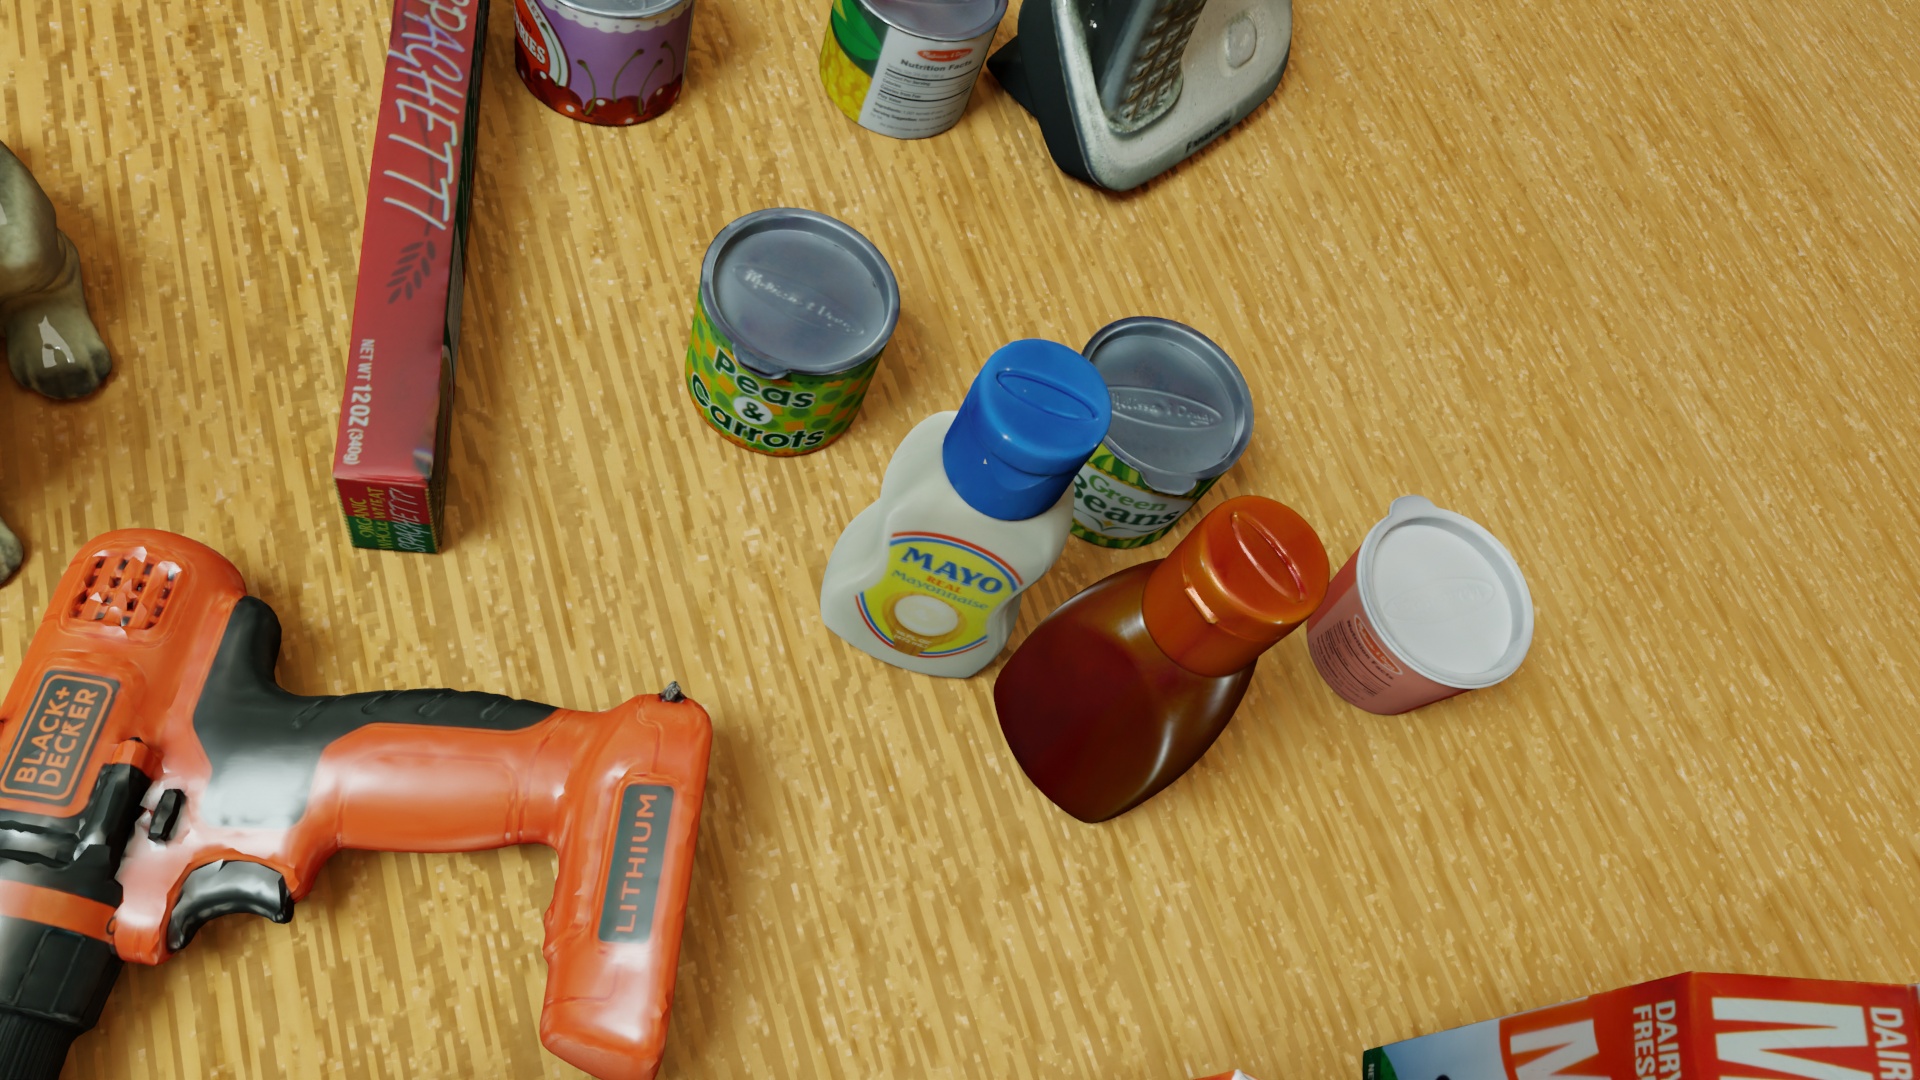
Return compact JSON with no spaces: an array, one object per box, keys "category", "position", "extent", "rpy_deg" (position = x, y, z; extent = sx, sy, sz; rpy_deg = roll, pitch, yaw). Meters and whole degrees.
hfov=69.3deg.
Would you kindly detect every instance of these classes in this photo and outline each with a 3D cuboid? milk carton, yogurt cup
[{"category":"milk carton","position":[0.185,0.164,0.361],"extent":[0.073,0.189,0.072],"rpy_deg":[16,61,-9]},{"category":"yogurt cup","position":[0.162,0.029,0.502],"extent":[0.072,0.053,0.072],"rpy_deg":[7,62,-14]}]

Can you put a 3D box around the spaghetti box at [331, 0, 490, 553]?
[{"category":"spaghetti box","position":[-0.181,-0.118,0.469],"extent":[0.029,0.050,0.251],"rpy_deg":[3,63,-16]}]

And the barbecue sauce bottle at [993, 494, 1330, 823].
[{"category":"barbecue sauce bottle","position":[0.056,0.036,0.410],"extent":[0.044,0.147,0.065],"rpy_deg":[-28,76,-27]}]

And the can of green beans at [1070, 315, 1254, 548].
[{"category":"can of green beans","position":[0.063,-0.038,0.502],"extent":[0.071,0.057,0.071],"rpy_deg":[7,62,-14]}]

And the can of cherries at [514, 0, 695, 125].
[{"category":"can of cherries","position":[-0.136,-0.199,0.520],"extent":[0.071,0.058,0.072],"rpy_deg":[7,62,-14]}]

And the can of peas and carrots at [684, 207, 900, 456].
[{"category":"can of peas and carrots","position":[-0.060,-0.068,0.478],"extent":[0.071,0.058,0.071],"rpy_deg":[7,62,-14]}]

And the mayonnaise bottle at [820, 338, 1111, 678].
[{"category":"mayonnaise bottle","position":[0.001,-0.005,0.413],"extent":[0.065,0.147,0.041],"rpy_deg":[21,60,-7]}]

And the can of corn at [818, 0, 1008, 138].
[{"category":"can of corn","position":[-0.021,-0.208,0.562],"extent":[0.071,0.058,0.071],"rpy_deg":[7,62,-14]}]

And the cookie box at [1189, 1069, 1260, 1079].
[{"category":"cookie box","position":[0.022,0.192,0.309],"extent":[0.040,0.166,0.123],"rpy_deg":[30,59,-1]}]
